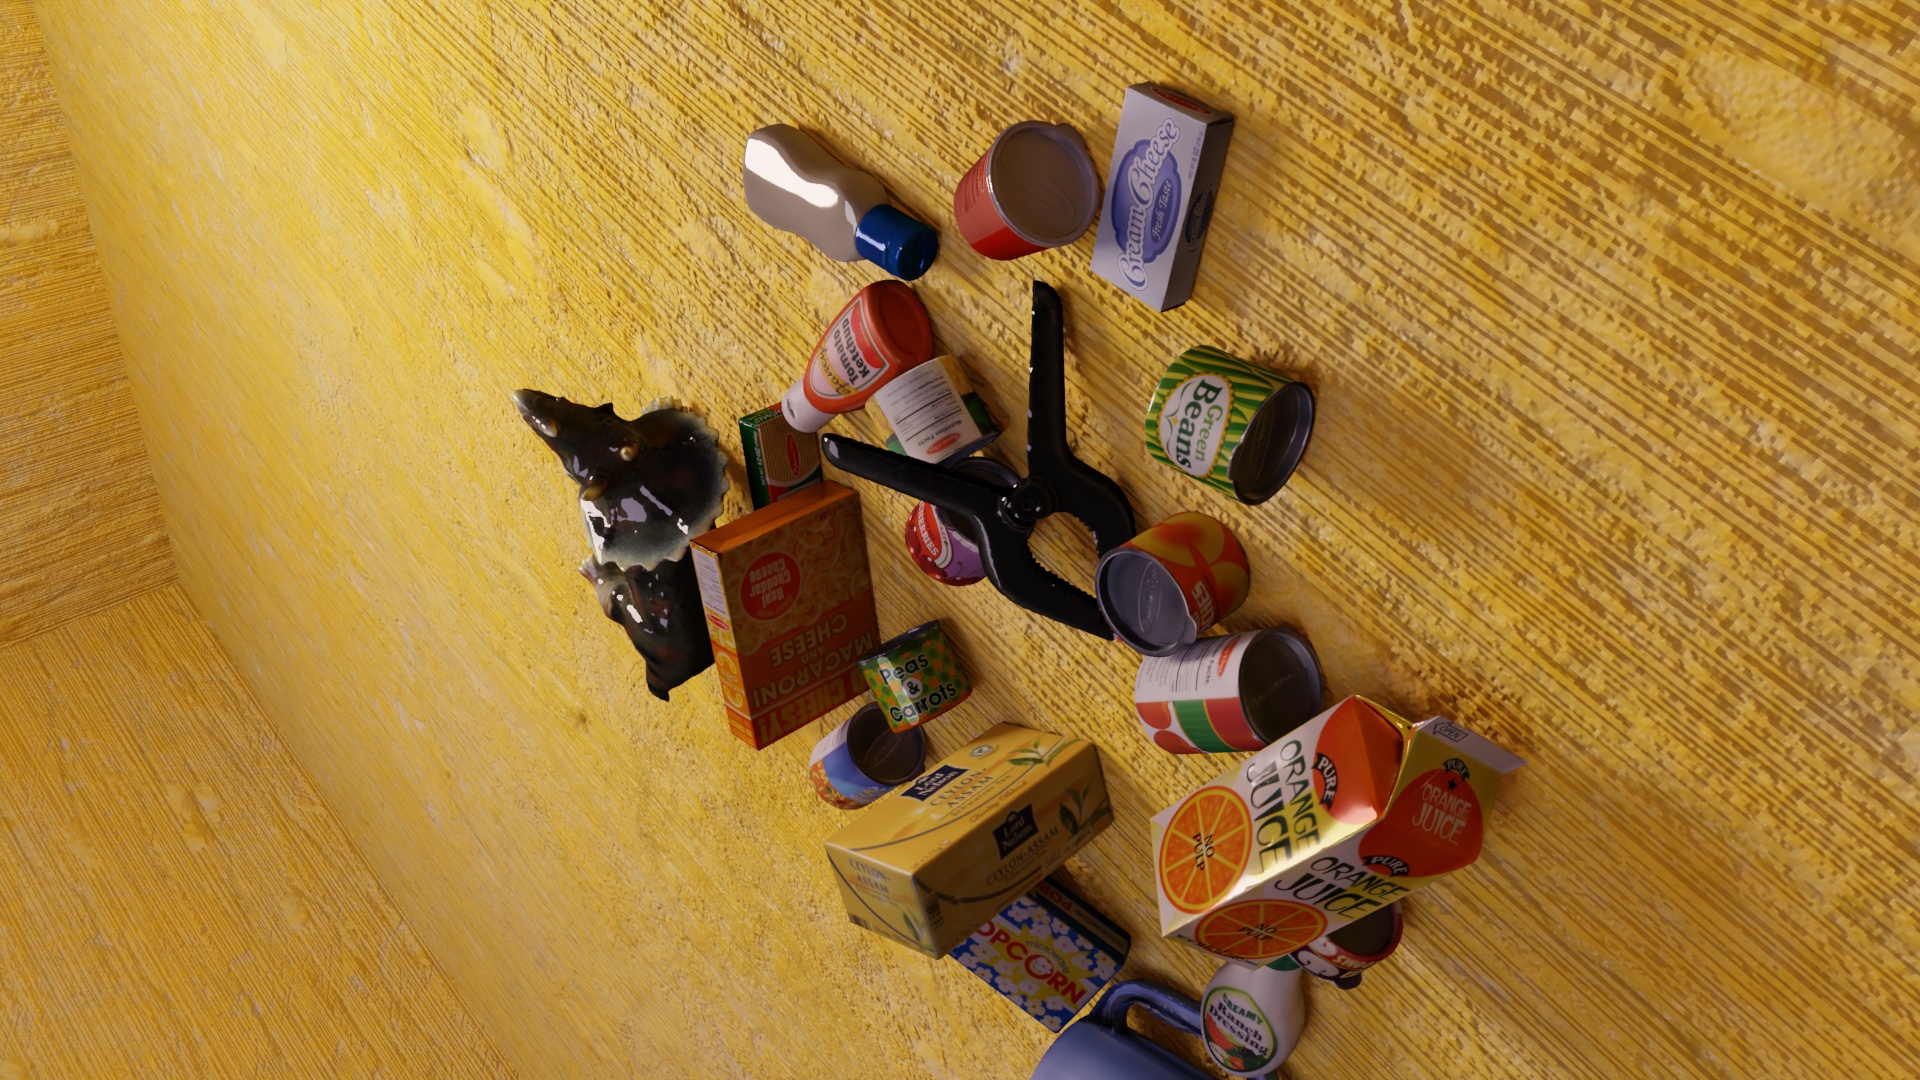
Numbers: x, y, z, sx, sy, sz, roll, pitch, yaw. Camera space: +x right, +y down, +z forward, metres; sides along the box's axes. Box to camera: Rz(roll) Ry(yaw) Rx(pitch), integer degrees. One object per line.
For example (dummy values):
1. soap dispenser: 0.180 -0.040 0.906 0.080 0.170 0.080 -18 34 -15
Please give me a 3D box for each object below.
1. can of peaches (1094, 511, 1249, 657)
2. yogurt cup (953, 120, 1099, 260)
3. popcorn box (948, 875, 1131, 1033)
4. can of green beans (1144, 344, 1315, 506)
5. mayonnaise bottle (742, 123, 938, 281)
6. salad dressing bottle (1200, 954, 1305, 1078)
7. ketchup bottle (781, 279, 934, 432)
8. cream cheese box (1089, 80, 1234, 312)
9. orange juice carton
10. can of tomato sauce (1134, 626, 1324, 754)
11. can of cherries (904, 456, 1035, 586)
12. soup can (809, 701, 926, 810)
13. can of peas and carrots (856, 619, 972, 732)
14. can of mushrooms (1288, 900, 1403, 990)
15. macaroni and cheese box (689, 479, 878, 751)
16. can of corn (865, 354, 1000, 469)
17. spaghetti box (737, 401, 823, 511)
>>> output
1. can of peaches: 0.120 0.025 0.774 0.071 0.058 0.071 27 131 37
2. yogurt cup: 0.032 -0.183 0.744 0.054 0.073 0.072 -13 102 61
3. popcorn box: 0.045 0.280 0.987 0.127 0.038 0.085 36 118 1
4. can of green beans: 0.134 -0.059 0.696 0.058 0.071 0.071 30 133 36
5. mayonnaise bottle: -0.077 -0.209 0.876 0.148 0.041 0.064 35 137 30
6. salad dressing bottle: 0.188 0.274 0.861 0.064 0.044 0.146 33 135 31
7. ketchup bottle: -0.073 -0.115 0.927 0.148 0.044 0.065 -31 79 54
8. cream cheese box: 0.100 -0.173 0.701 0.053 0.024 0.103 38 137 31
9. orange juice carton: 0.190 0.144 0.709 0.191 0.072 0.073 -42 34 36
10. can of tomato sauce: 0.149 0.086 0.772 0.083 0.071 0.071 -15 100 54
11. can of cherries: 0.003 -0.011 0.879 0.071 0.072 0.058 56 144 8
12. soup can: -0.072 0.173 1.091 0.071 0.071 0.083 57 144 7
13. can of peas and carrots: -0.032 0.097 0.992 0.070 0.071 0.058 -22 95 53
14. can of mushrooms: 0.211 0.210 0.774 0.071 0.071 0.033 50 140 16
15. macaroni and cheese box: -0.125 0.054 1.029 0.040 0.124 0.165 23 129 44
16. can of corn: -0.018 -0.075 0.870 0.071 0.071 0.058 -33 86 53
17. spaghetti box: -0.124 0.015 1.065 0.029 0.050 0.248 23 129 43
